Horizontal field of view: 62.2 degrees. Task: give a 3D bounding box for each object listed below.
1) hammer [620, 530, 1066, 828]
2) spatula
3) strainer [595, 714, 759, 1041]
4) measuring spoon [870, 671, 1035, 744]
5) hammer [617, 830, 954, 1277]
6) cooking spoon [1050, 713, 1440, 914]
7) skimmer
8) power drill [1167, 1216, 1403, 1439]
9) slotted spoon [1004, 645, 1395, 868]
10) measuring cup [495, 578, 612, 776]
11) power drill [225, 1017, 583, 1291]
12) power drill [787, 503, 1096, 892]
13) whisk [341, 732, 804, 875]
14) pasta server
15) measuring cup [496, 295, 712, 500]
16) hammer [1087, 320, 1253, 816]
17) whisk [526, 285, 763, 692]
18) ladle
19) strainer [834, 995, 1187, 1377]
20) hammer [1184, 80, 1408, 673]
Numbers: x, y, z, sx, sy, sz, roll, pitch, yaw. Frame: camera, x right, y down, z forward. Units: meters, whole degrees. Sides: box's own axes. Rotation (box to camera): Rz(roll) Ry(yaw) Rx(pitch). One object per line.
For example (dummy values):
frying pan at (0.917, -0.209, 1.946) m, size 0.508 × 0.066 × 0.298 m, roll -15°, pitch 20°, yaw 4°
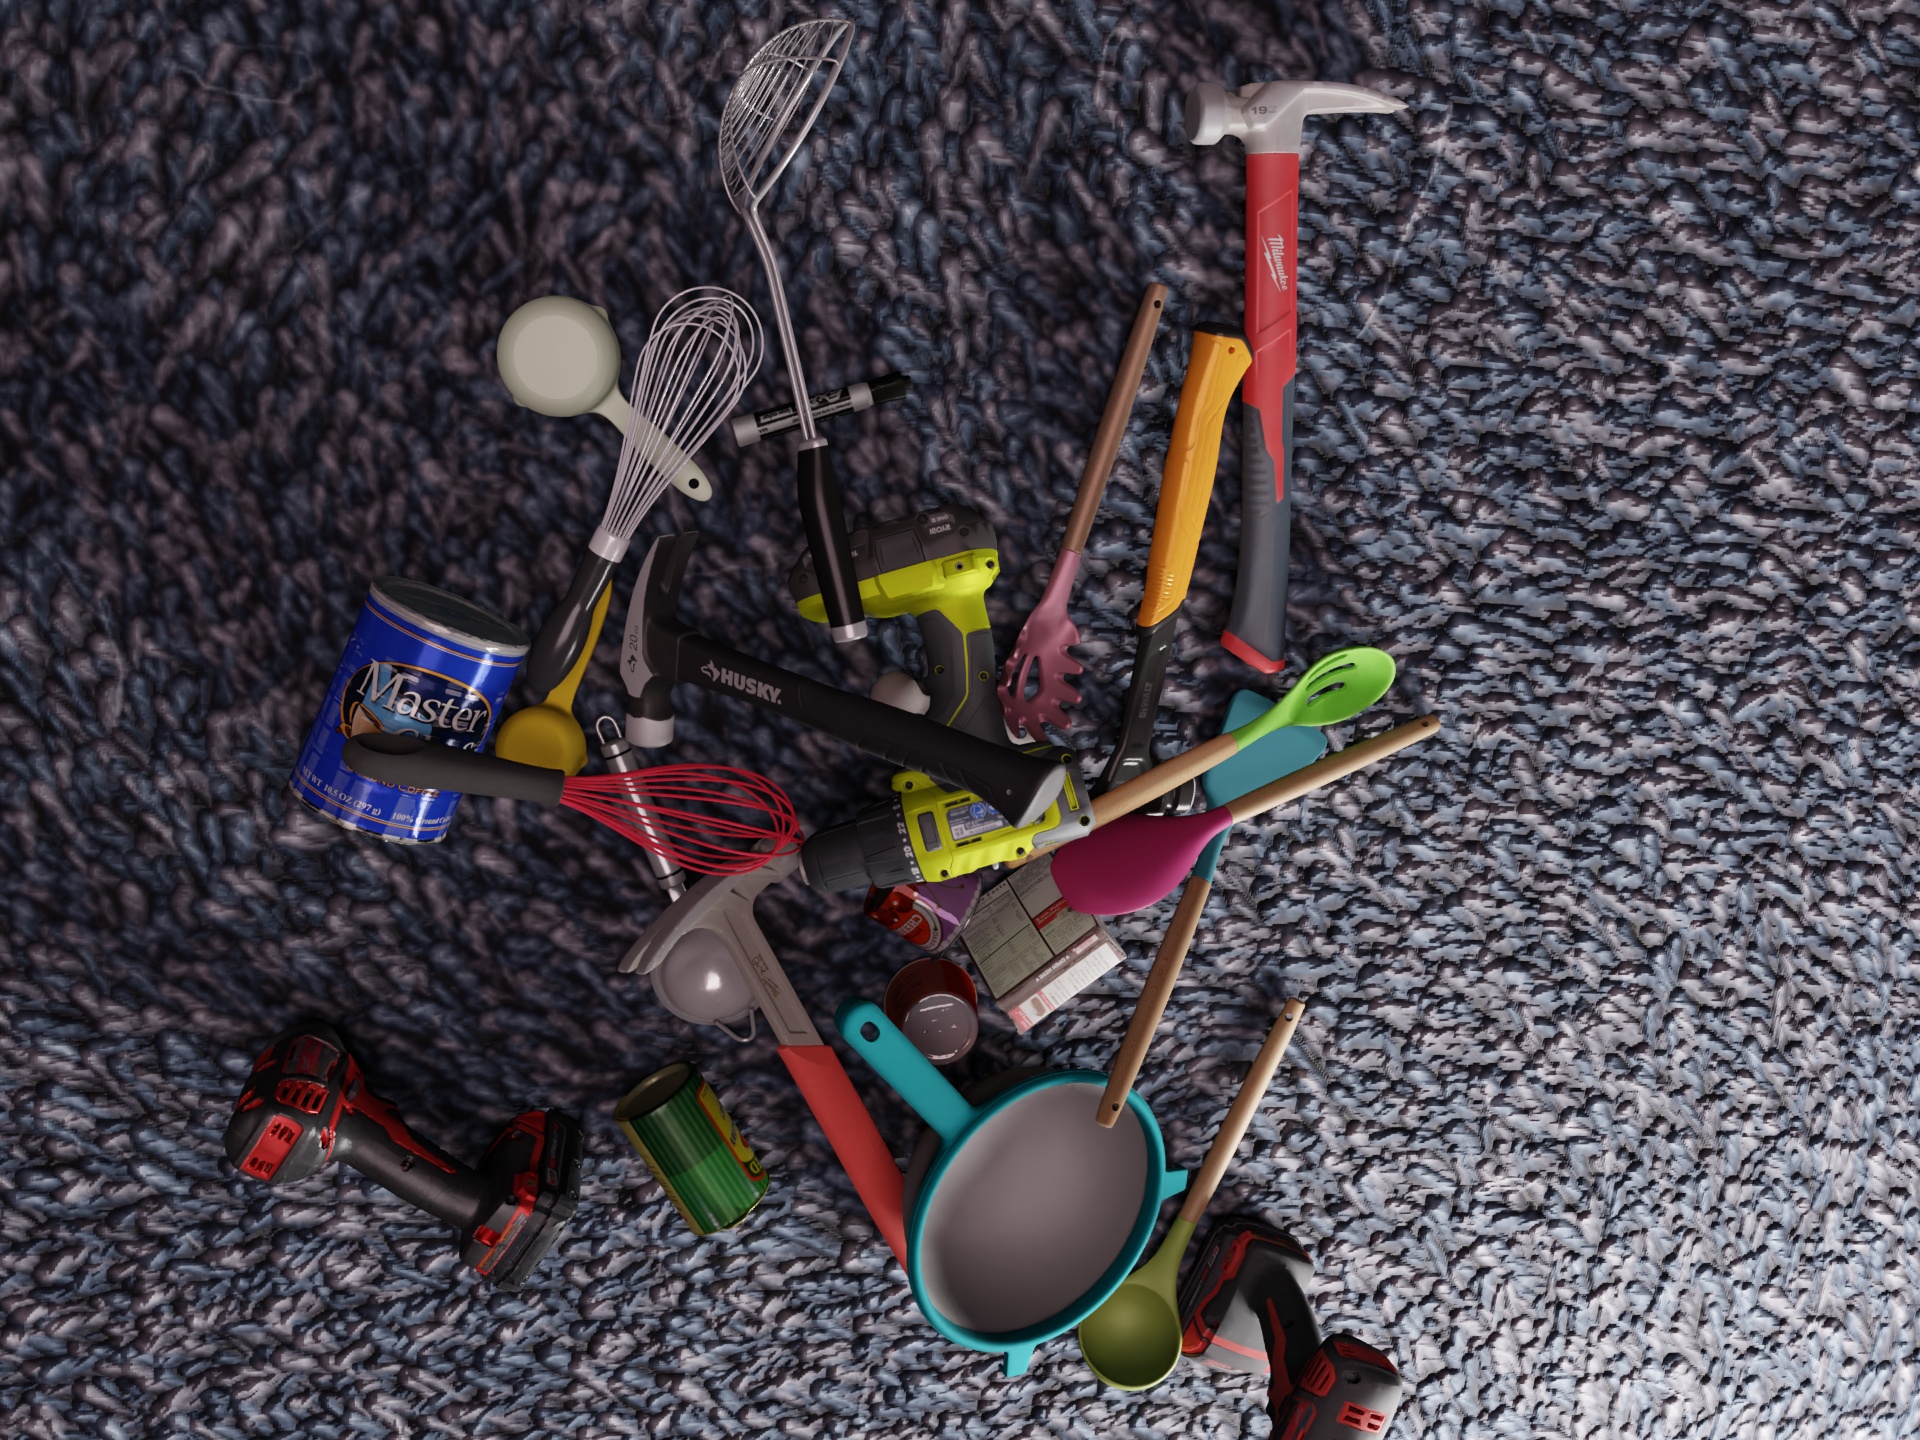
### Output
hammer at (-0.081, -0.012, 0.962) m, size 0.335 × 0.035 × 0.146 m, roll 20°, pitch 113°, yaw 32°
spatula at (0.163, 0.134, 1.111) m, size 0.082 × 0.044 × 0.317 m, roll 29°, pitch 74°, yaw -17°
strainer at (-0.196, 0.116, 1.088) m, size 0.087 × 0.050 × 0.258 m, roll -21°, pitch 101°, yaw 2°
measuring spoon at (-0.002, -0.004, 1.099) m, size 0.124 × 0.018 × 0.034 m, roll 16°, pitch 100°, yaw -12°
hammer at (-0.099, 0.263, 1.108) m, size 0.149 × 0.037 × 0.358 m, roll -42°, pitch 116°, yaw -39°
cooking spoon at (0.205, 0.056, 1.101) m, size 0.319 × 0.017 × 0.069 m, roll -22°, pitch 66°, yaw -20°
skimmer at (-0.075, -0.233, 0.965) m, size 0.090 × 0.127 × 0.363 m, roll -15°, pitch 99°, yaw -21°
power drill at (0.219, 0.483, 1.132) m, size 0.080 × 0.227 × 0.188 m, roll 22°, pitch 98°, yaw -12°
slotted spoon at (0.164, 0.024, 1.086) m, size 0.314 × 0.031 × 0.070 m, roll -26°, pitch 137°, yaw -16°
measuring cup at (-0.262, -0.028, 1.047) m, size 0.062 × 0.029 × 0.156 m, roll 20°, pitch 97°, yaw 0°
power drill at (-0.365, 0.276, 1.053) m, size 0.219 × 0.143 × 0.078 m, roll 32°, pitch 100°, yaw -20°
power drill at (-0.032, -0.008, 1.027) m, size 0.190 × 0.080 × 0.228 m, roll -16°, pitch 86°, yaw 3°
whisk at (-0.232, 0.046, 0.993) m, size 0.295 × 0.073 × 0.073 m, roll 13°, pitch 101°, yaw -27°
pasta server at (0.087, -0.139, 1.073) m, size 0.060 × 0.040 × 0.316 m, roll 13°, pitch 99°, yaw -29°
measuring cup at (-0.222, -0.199, 1.012) m, size 0.167 × 0.038 × 0.083 m, roll 43°, pitch 93°, yaw -13°
hammer at (0.131, -0.095, 1.057) m, size 0.127 × 0.034 × 0.336 m, roll 1°, pitch 109°, yaw -29°
whisk at (-0.205, -0.139, 0.998) m, size 0.070 × 0.070 × 0.284 m, roll 26°, pitch 104°, yaw -13°
ladle at (0.180, 0.352, 1.188) m, size 0.078 × 0.062 × 0.320 m, roll 27°, pitch 95°, yaw 14°
strainer at (0.002, 0.286, 1.100) m, size 0.211 × 0.095 × 0.340 m, roll -45°, pitch 120°, yaw -12°
hammer at (0.223, -0.225, 1.073) m, size 0.143 × 0.038 × 0.386 m, roll -4°, pitch 103°, yaw -9°
